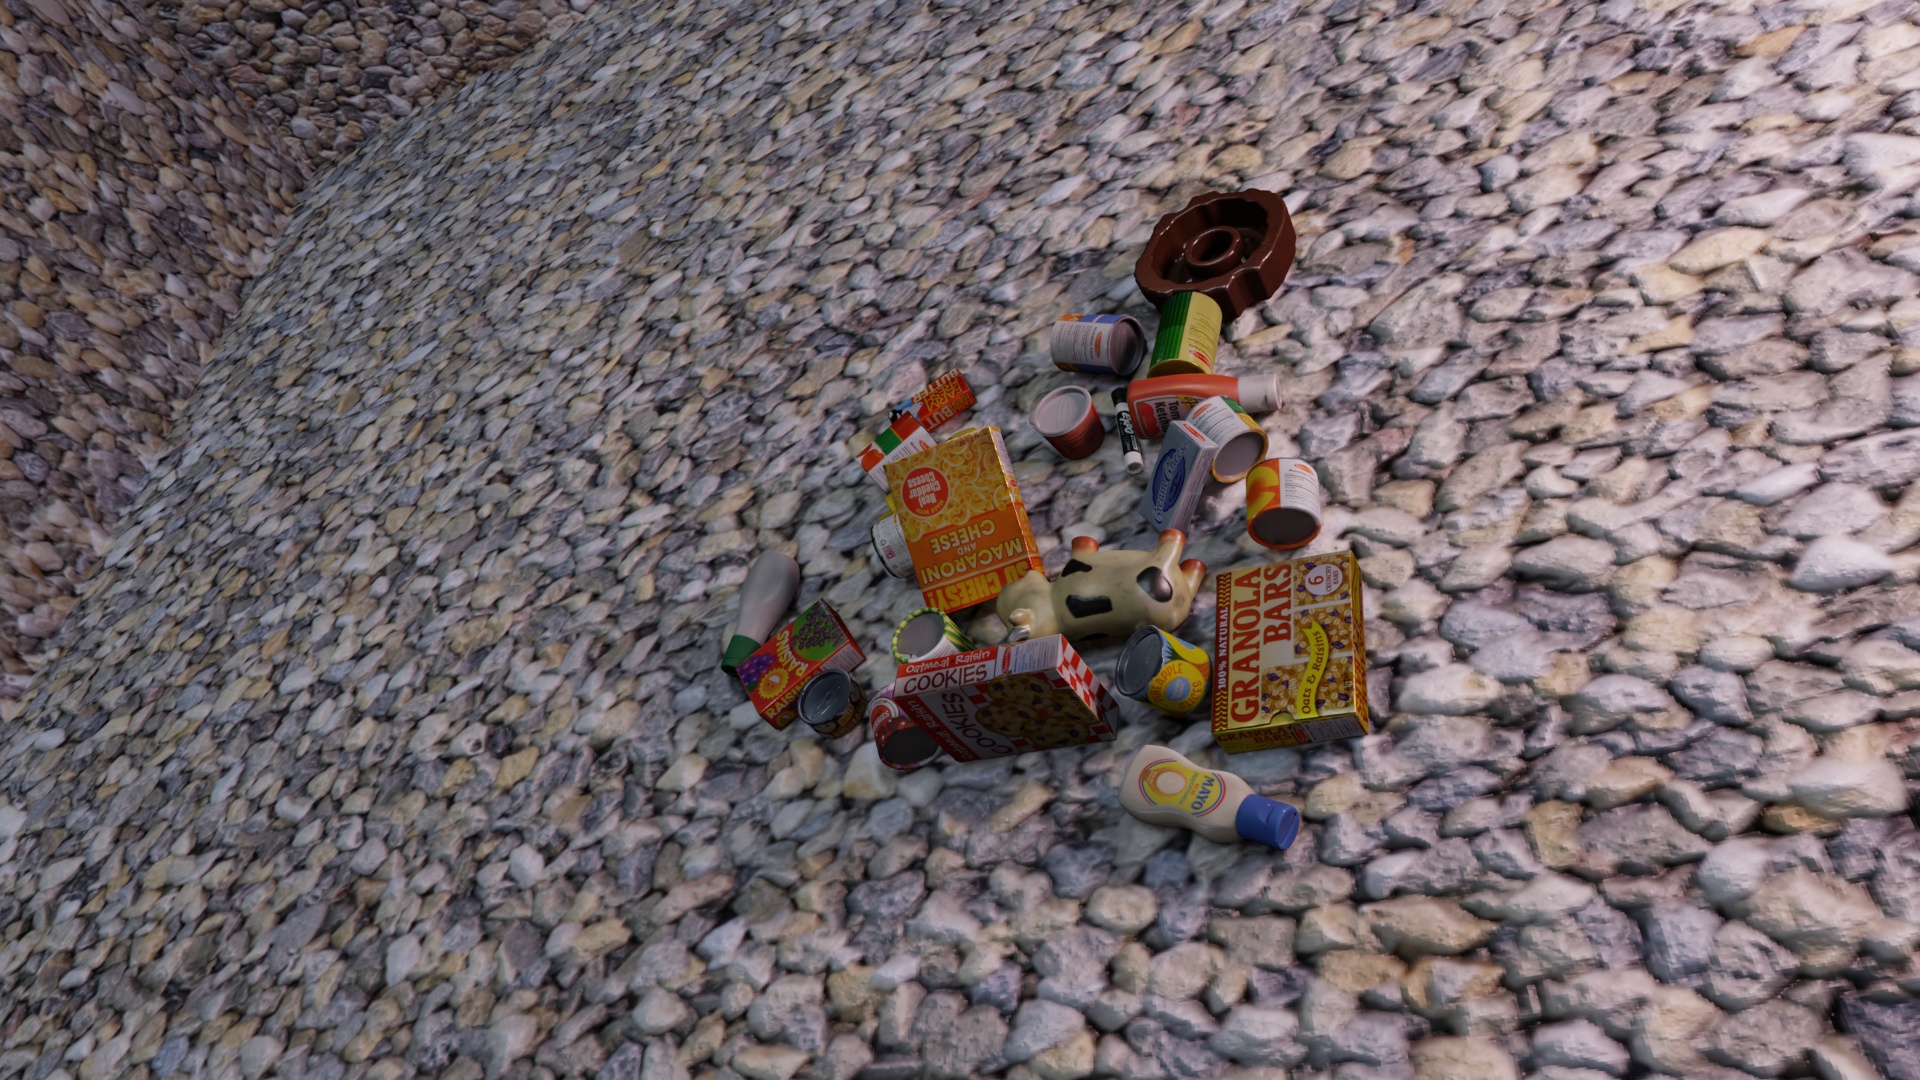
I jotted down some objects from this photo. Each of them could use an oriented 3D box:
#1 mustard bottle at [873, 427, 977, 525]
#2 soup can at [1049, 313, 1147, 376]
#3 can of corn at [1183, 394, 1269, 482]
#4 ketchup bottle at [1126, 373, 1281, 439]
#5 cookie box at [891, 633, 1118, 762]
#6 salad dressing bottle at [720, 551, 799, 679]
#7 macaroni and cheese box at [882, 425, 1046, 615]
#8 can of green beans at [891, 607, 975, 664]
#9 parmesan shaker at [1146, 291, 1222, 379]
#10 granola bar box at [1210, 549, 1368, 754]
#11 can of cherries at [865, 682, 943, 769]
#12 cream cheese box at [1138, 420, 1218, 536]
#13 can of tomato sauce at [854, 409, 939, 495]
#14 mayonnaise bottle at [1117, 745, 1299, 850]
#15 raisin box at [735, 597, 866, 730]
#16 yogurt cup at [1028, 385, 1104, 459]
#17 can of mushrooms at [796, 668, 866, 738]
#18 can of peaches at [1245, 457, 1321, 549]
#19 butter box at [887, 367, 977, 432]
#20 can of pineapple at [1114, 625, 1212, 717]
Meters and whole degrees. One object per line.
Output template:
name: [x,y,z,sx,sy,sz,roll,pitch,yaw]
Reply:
mustard bottle: [-0.034,-0.060,1.542,0.160,0.048,0.065,-36,40,4]
soup can: [0.152,-0.216,1.533,0.084,0.071,0.071,11,62,43]
can of corn: [0.258,-0.097,1.349,0.071,0.071,0.058,-37,47,4]
ketchup bottle: [0.246,-0.141,1.401,0.149,0.064,0.044,-7,40,21]
cookie box: [0.040,0.146,1.253,0.167,0.122,0.040,-13,47,27]
salad dressing bottle: [-0.227,0.084,1.564,0.064,0.044,0.148,-2,55,33]
macaroni and cheese box: [0.005,-0.018,1.415,0.123,0.040,0.166,-19,83,18]
can of green beans: [-0.027,0.108,1.384,0.071,0.057,0.071,-20,45,22]
parmesan shaker: [0.237,-0.200,1.455,0.071,0.071,0.103,-9,47,31]
granola bar box: [0.280,0.093,1.187,0.124,0.039,0.166,-13,48,28]
can of cherries: [-0.055,0.178,1.335,0.071,0.071,0.059,-30,43,11]
cream cheese box: [0.209,-0.058,1.337,0.053,0.024,0.103,49,131,48]
can of tomato sauce: [-0.070,-0.098,1.590,0.083,0.071,0.071,-42,41,-1]
mayonnaise bottle: [0.203,0.214,1.136,0.148,0.041,0.065,11,60,42]
raisin box: [-0.172,0.131,1.484,0.123,0.040,0.086,-39,42,-1]
yogurt cup: [0.119,-0.123,1.482,0.072,0.053,0.073,-20,45,22]
can of mushrooms: [-0.130,0.168,1.426,0.071,0.033,0.071,-20,45,21]
can of peaches: [0.293,-0.032,1.269,0.071,0.071,0.058,-15,48,26]
butter box: [-0.034,-0.158,1.646,0.103,0.024,0.053,-33,41,8]
can of pineapple: [0.178,0.116,1.211,0.070,0.058,0.071,-48,28,36]
